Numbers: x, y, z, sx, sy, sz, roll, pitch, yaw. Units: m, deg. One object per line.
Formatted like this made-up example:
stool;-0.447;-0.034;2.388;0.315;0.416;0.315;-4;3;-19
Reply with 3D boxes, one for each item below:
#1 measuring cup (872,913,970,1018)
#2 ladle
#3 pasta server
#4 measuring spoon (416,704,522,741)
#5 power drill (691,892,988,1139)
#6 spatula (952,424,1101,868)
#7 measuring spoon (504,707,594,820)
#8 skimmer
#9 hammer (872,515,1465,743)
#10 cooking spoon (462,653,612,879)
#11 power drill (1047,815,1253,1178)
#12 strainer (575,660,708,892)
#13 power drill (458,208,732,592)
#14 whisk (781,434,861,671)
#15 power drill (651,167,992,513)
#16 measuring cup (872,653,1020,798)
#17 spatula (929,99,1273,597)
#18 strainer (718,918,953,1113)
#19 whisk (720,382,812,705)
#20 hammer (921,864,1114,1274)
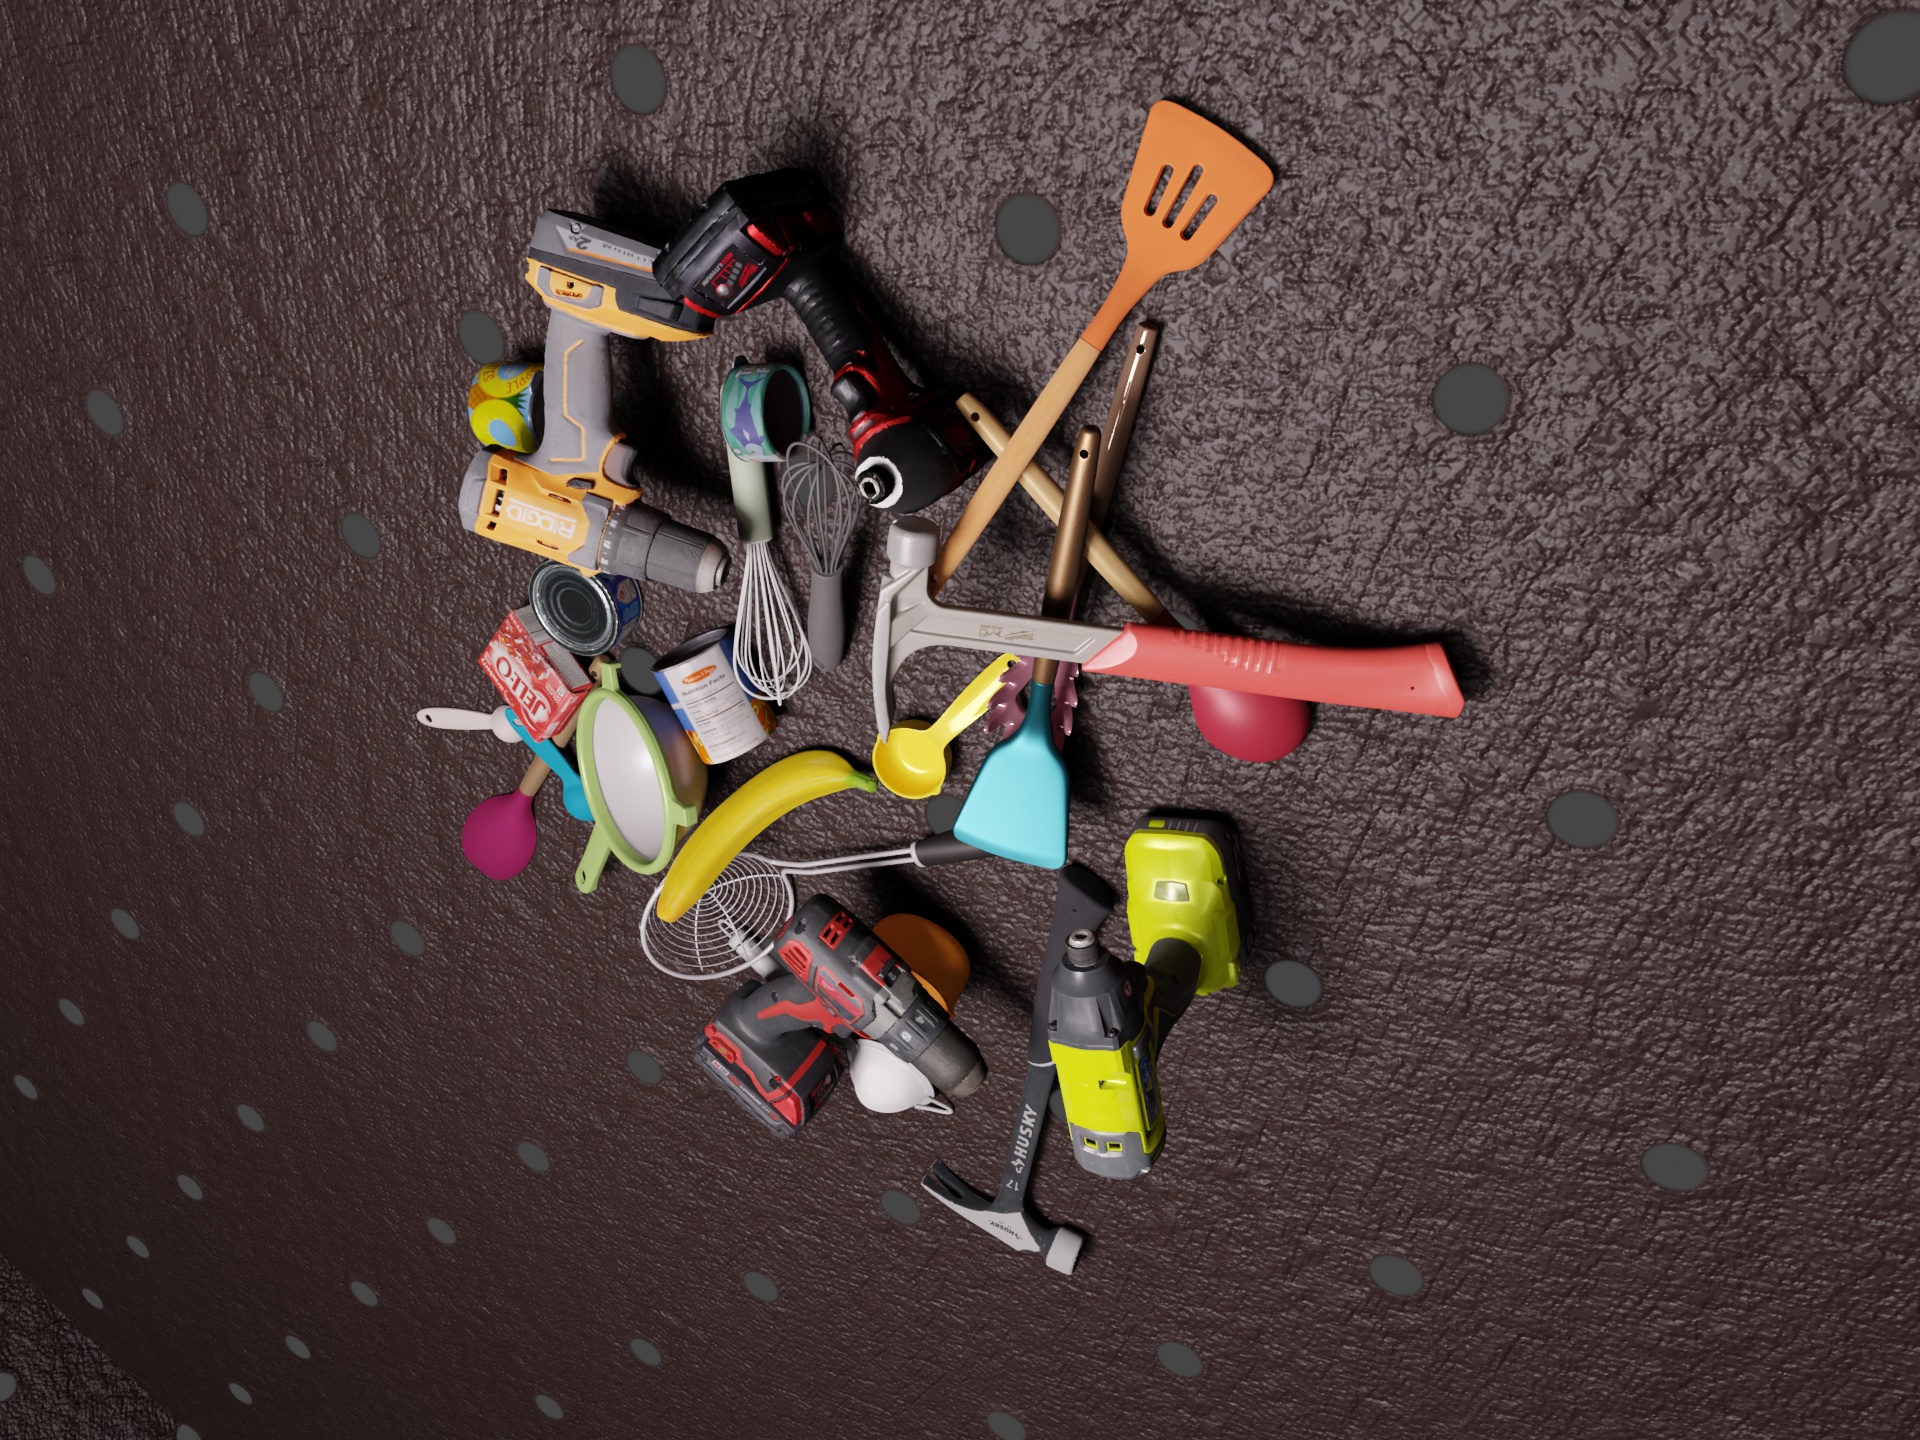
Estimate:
measuring cup;-0.038;0.216;1.286;0.095;0.052;0.173;24;148;13
ladle;0.108;-0.087;1.006;0.069;0.031;0.315;-39;100;26
pasta server;0.077;-0.106;1.031;0.060;0.040;0.316;19;125;5
measuring spoon;-0.428;0.003;1.376;0.124;0.018;0.034;3;120;27
power drill;-0.095;0.247;1.238;0.188;0.080;0.226;43;136;-2
spatula;0.056;-0.042;1.021;0.082;0.044;0.317;16;128;11
measuring spoon;-0.341;0.041;1.330;0.042;0.021;0.128;-19;124;26
skimmer;-0.087;0.136;1.230;0.363;0.090;0.127;-11;137;31
hammer;0.125;-0.033;0.980;0.359;0.037;0.149;8;121;3
cooking spoon;-0.364;0.045;1.367;0.069;0.017;0.318;39;129;-2
power drill;0.123;0.164;1.050;0.080;0.223;0.171;2;119;27
strainer;-0.260;0.069;1.295;0.152;0.069;0.256;59;143;19
power drill;-0.222;-0.203;1.060;0.185;0.084;0.226;20;107;3
whisk;-0.093;-0.105;1.079;0.055;0.055;0.238;25;149;12
power drill;-0.078;-0.224;0.976;0.078;0.143;0.219;-36;96;32
measuring cup;-0.002;-0.004;1.149;0.062;0.029;0.156;45;117;-3
spatula;0.062;-0.203;0.943;0.081;0.041;0.322;36;108;4
strainer;-0.114;0.261;1.355;0.258;0.050;0.087;43;143;2
whisk;-0.145;-0.124;1.136;0.058;0.059;0.246;-8;115;-8
hammer;0.060;0.280;1.276;0.149;0.036;0.408;21;125;17
